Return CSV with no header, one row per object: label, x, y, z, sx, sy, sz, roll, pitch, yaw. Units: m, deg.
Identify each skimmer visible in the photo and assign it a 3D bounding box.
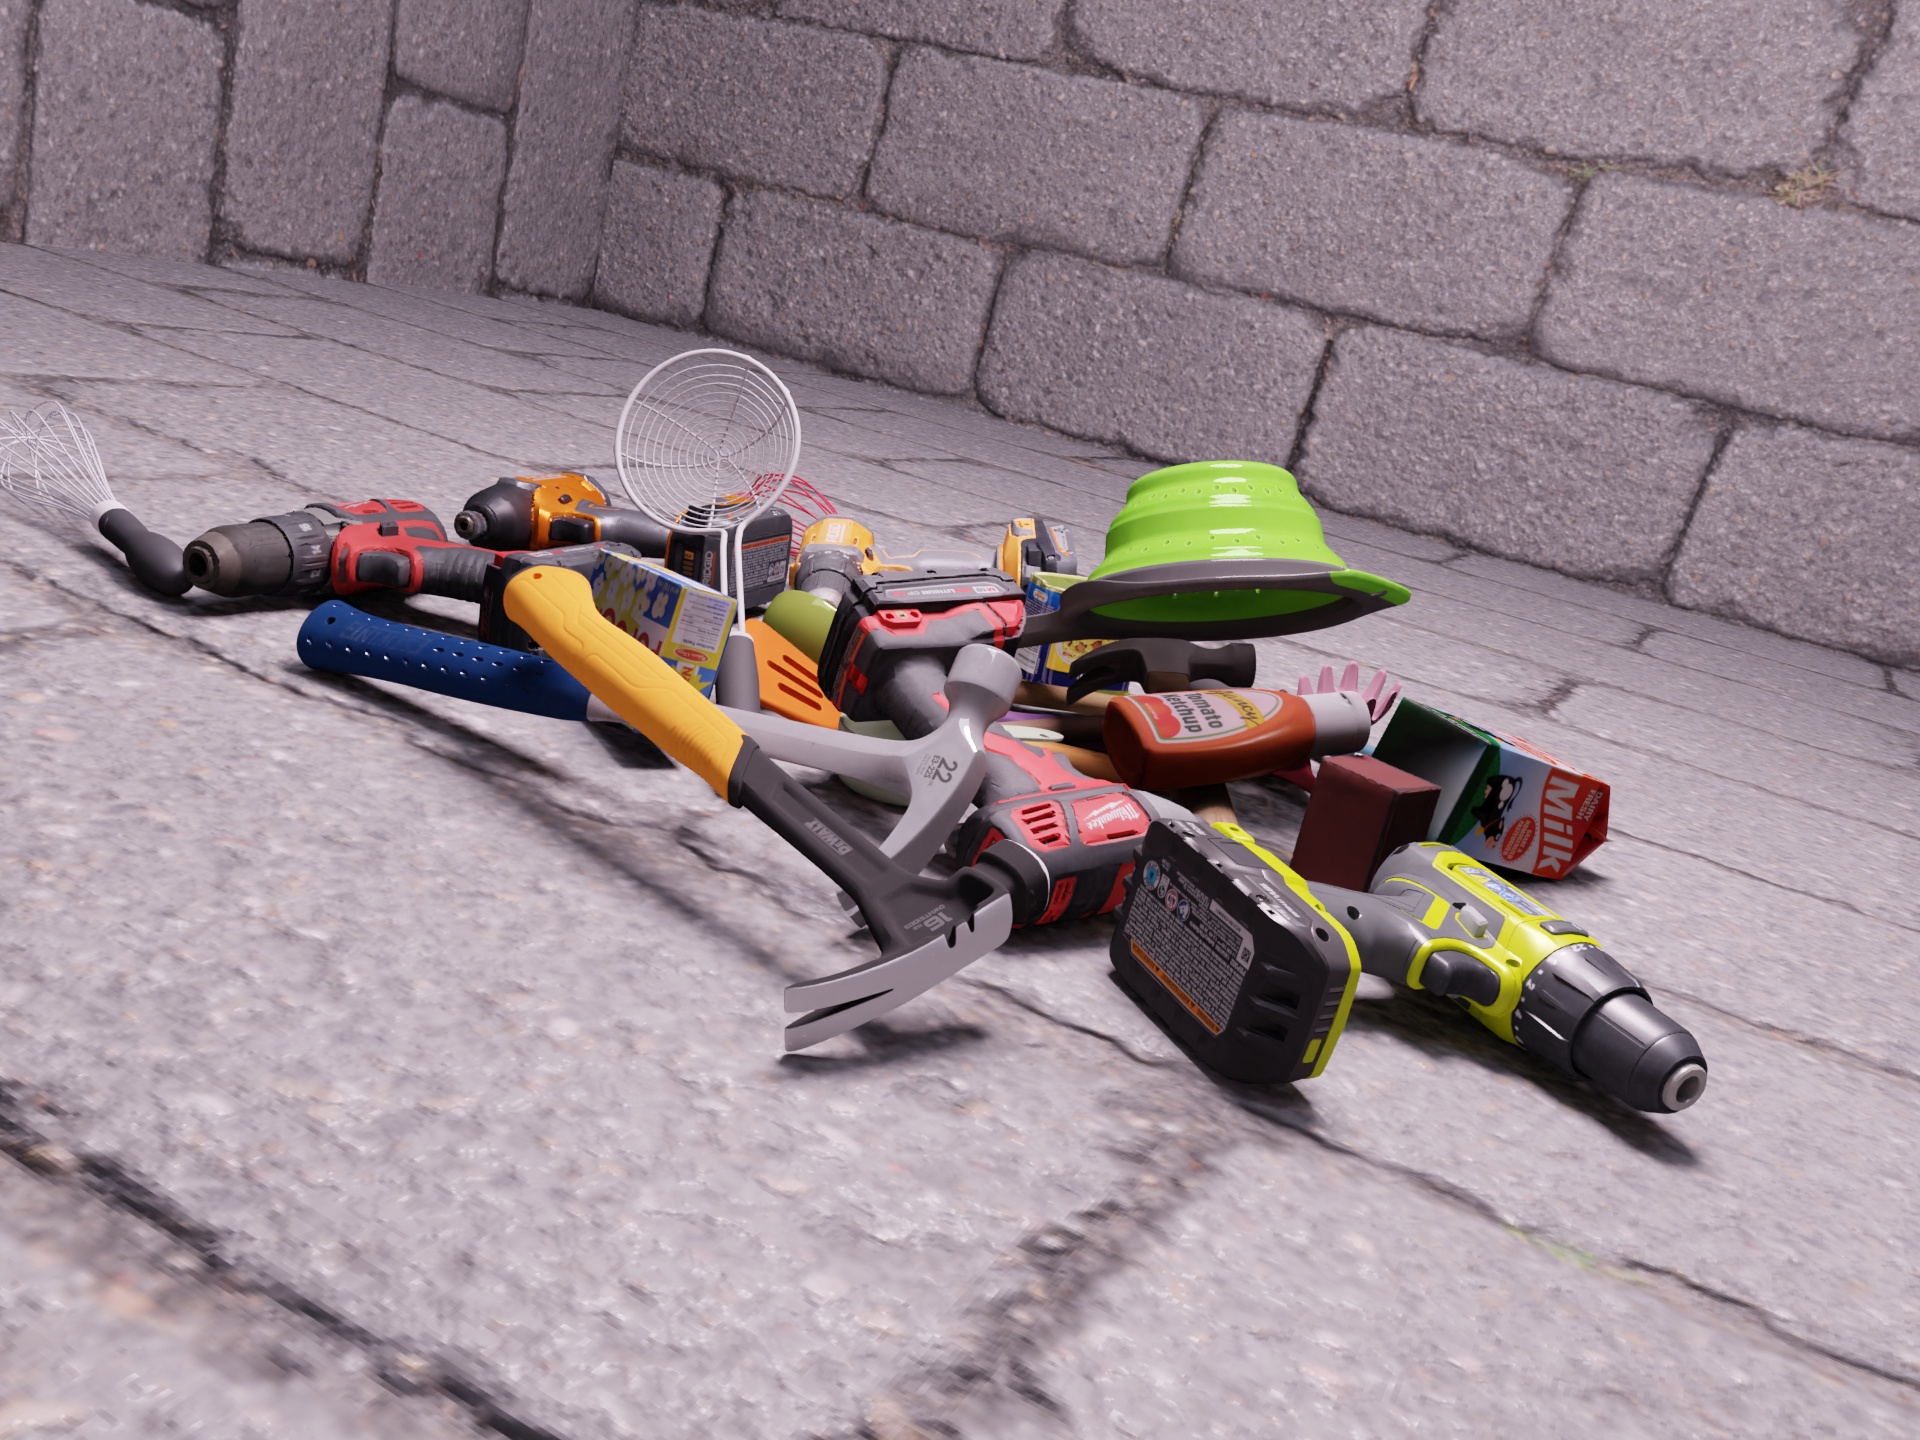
skimmer,-0.150,-0.103,0.963,0.127,0.090,0.364,-17,40,4

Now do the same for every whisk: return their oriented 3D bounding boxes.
whisk,-0.097,-0.152,1.426,0.296,0.073,0.073,31,23,32
whisk,-0.559,-0.139,1.025,0.285,0.070,0.070,32,24,36

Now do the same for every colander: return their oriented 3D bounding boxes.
colander,0.100,-0.105,1.088,0.397,0.094,0.204,-6,-8,36

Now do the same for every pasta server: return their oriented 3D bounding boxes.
pasta server,0.156,-0.005,1.077,0.316,0.040,0.060,-3,26,-20

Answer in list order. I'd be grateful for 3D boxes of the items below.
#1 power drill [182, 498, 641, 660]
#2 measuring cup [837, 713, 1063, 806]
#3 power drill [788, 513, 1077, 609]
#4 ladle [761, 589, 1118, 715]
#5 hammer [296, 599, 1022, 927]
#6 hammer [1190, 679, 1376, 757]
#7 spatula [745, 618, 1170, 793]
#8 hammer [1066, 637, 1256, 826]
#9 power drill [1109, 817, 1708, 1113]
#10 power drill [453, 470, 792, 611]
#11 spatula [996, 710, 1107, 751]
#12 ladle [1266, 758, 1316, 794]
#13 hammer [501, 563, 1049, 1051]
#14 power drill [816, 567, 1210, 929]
power drill,-0.334,-0.086,0.979,0.227,0.080,0.188,16,16,20
measuring cup,-0.002,0.023,0.938,0.167,0.038,0.083,1,20,-43
power drill,-0.023,-0.108,1.265,0.226,0.084,0.185,3,24,-1
ladle,0.010,-0.036,1.115,0.320,0.062,0.078,8,-19,-30
hammer,-0.178,-0.005,0.807,0.406,0.144,0.035,12,-29,24
hammer,0.249,0.001,1.218,0.128,0.033,0.331,0,20,-42
spatula,0.014,0.006,0.999,0.322,0.041,0.081,12,35,-8
hammer,0.135,0.026,0.949,0.130,0.031,0.332,2,26,-1
power drill,0.203,0.113,0.723,0.228,0.080,0.191,7,18,-27
power drill,-0.261,-0.140,1.212,0.226,0.084,0.164,13,16,17
spatula,-0.002,-0.003,1.058,0.315,0.018,0.060,8,19,-20
ladle,0.260,0.064,1.025,0.069,0.031,0.316,-1,22,-26
hammer,-0.119,0.015,0.715,0.127,0.034,0.337,-26,46,-33
power drill,0.029,0.014,0.833,0.143,0.078,0.220,-6,43,-35
